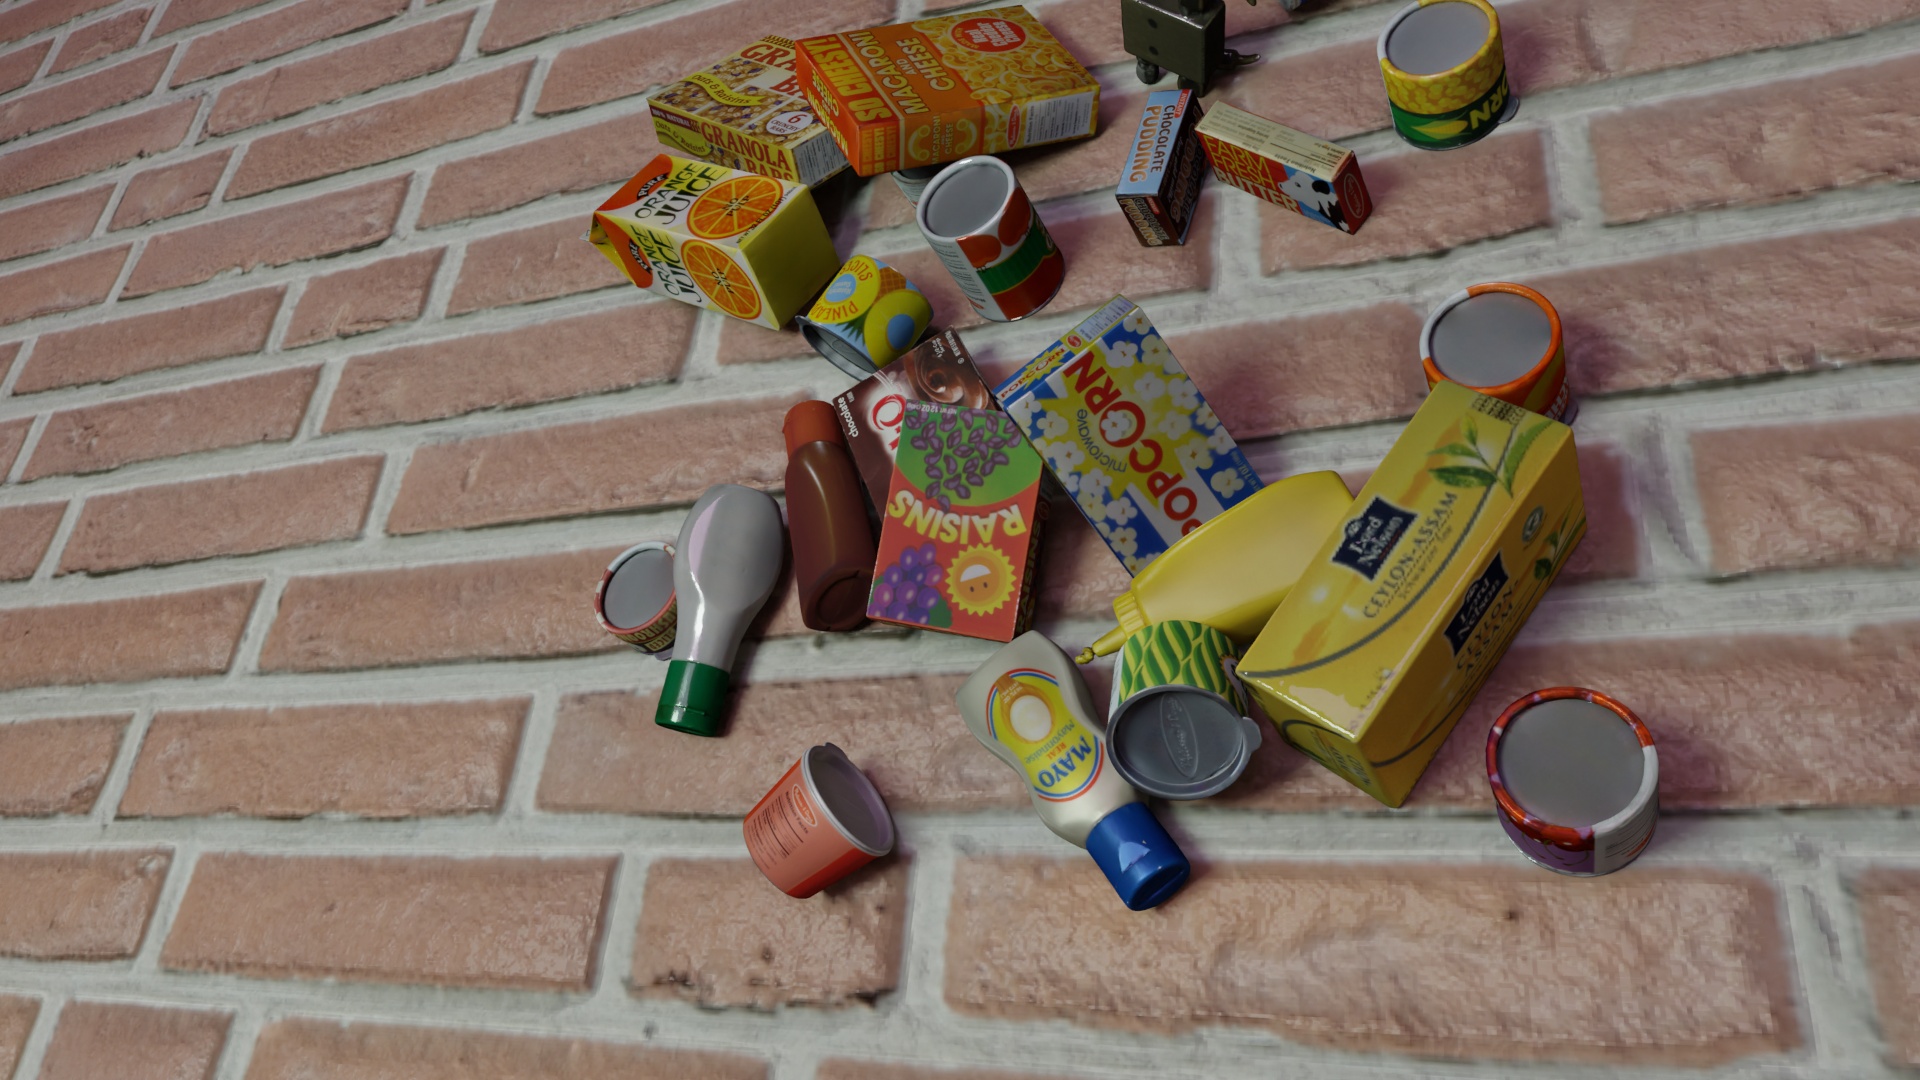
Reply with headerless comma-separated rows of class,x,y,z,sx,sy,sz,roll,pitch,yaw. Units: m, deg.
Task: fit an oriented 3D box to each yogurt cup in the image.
yogurt cup,-0.076,0.150,0.725,0.054,0.072,0.072,-40,52,12

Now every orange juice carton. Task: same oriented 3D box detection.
orange juice carton,-0.184,-0.215,0.974,0.193,0.072,0.072,21,60,34

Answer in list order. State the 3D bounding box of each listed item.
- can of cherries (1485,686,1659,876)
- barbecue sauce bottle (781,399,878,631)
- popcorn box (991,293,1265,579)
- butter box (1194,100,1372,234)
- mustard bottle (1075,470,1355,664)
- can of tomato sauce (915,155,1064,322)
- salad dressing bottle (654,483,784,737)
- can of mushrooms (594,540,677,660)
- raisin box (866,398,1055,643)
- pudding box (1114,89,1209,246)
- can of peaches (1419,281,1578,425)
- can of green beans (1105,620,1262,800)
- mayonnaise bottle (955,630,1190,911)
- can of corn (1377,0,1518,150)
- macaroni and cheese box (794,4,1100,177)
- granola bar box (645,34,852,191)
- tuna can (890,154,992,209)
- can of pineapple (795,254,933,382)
can of cherries,0.256,0.101,0.588,0.071,0.058,0.072,-12,59,20
barbecue sauce bottle,-0.080,-0.021,0.830,0.064,0.044,0.149,119,148,-42
popcorn box,0.088,-0.051,0.720,0.085,0.126,0.038,-37,20,4
butter box,0.188,-0.218,0.810,0.104,0.053,0.024,36,85,37
mustard bottle,0.129,0.024,0.702,0.160,0.048,0.065,-27,59,11
can of tomato sauce,0.020,-0.187,0.857,0.071,0.083,0.071,-12,59,21
salad dressing bottle,-0.146,0.041,0.828,0.044,0.064,0.148,-26,49,63
can of mushrooms,-0.192,0.037,0.866,0.071,0.033,0.071,-12,58,20
raisin box,0.003,-0.010,0.761,0.086,0.040,0.123,8,84,15
pudding box,0.126,-0.227,0.848,0.030,0.049,0.084,7,65,32
can of peaches,0.268,-0.085,0.690,0.071,0.058,0.071,-13,57,21
can of green beans,0.104,0.080,0.660,0.071,0.071,0.058,-16,24,18
mayonnaise bottle,0.058,0.114,0.691,0.065,0.041,0.148,-40,52,3
can of corn,0.277,-0.266,0.789,0.071,0.058,0.071,-12,58,21
macaroni and cheese box,-0.010,-0.298,0.915,0.167,0.040,0.124,-16,48,-18
granola bar box,-0.126,-0.310,1.004,0.166,0.038,0.125,29,55,36
tuna can,-0.013,-0.261,0.948,0.071,0.032,0.071,-12,59,21
can of pineapple,-0.060,-0.140,0.878,0.071,0.071,0.058,27,76,35
